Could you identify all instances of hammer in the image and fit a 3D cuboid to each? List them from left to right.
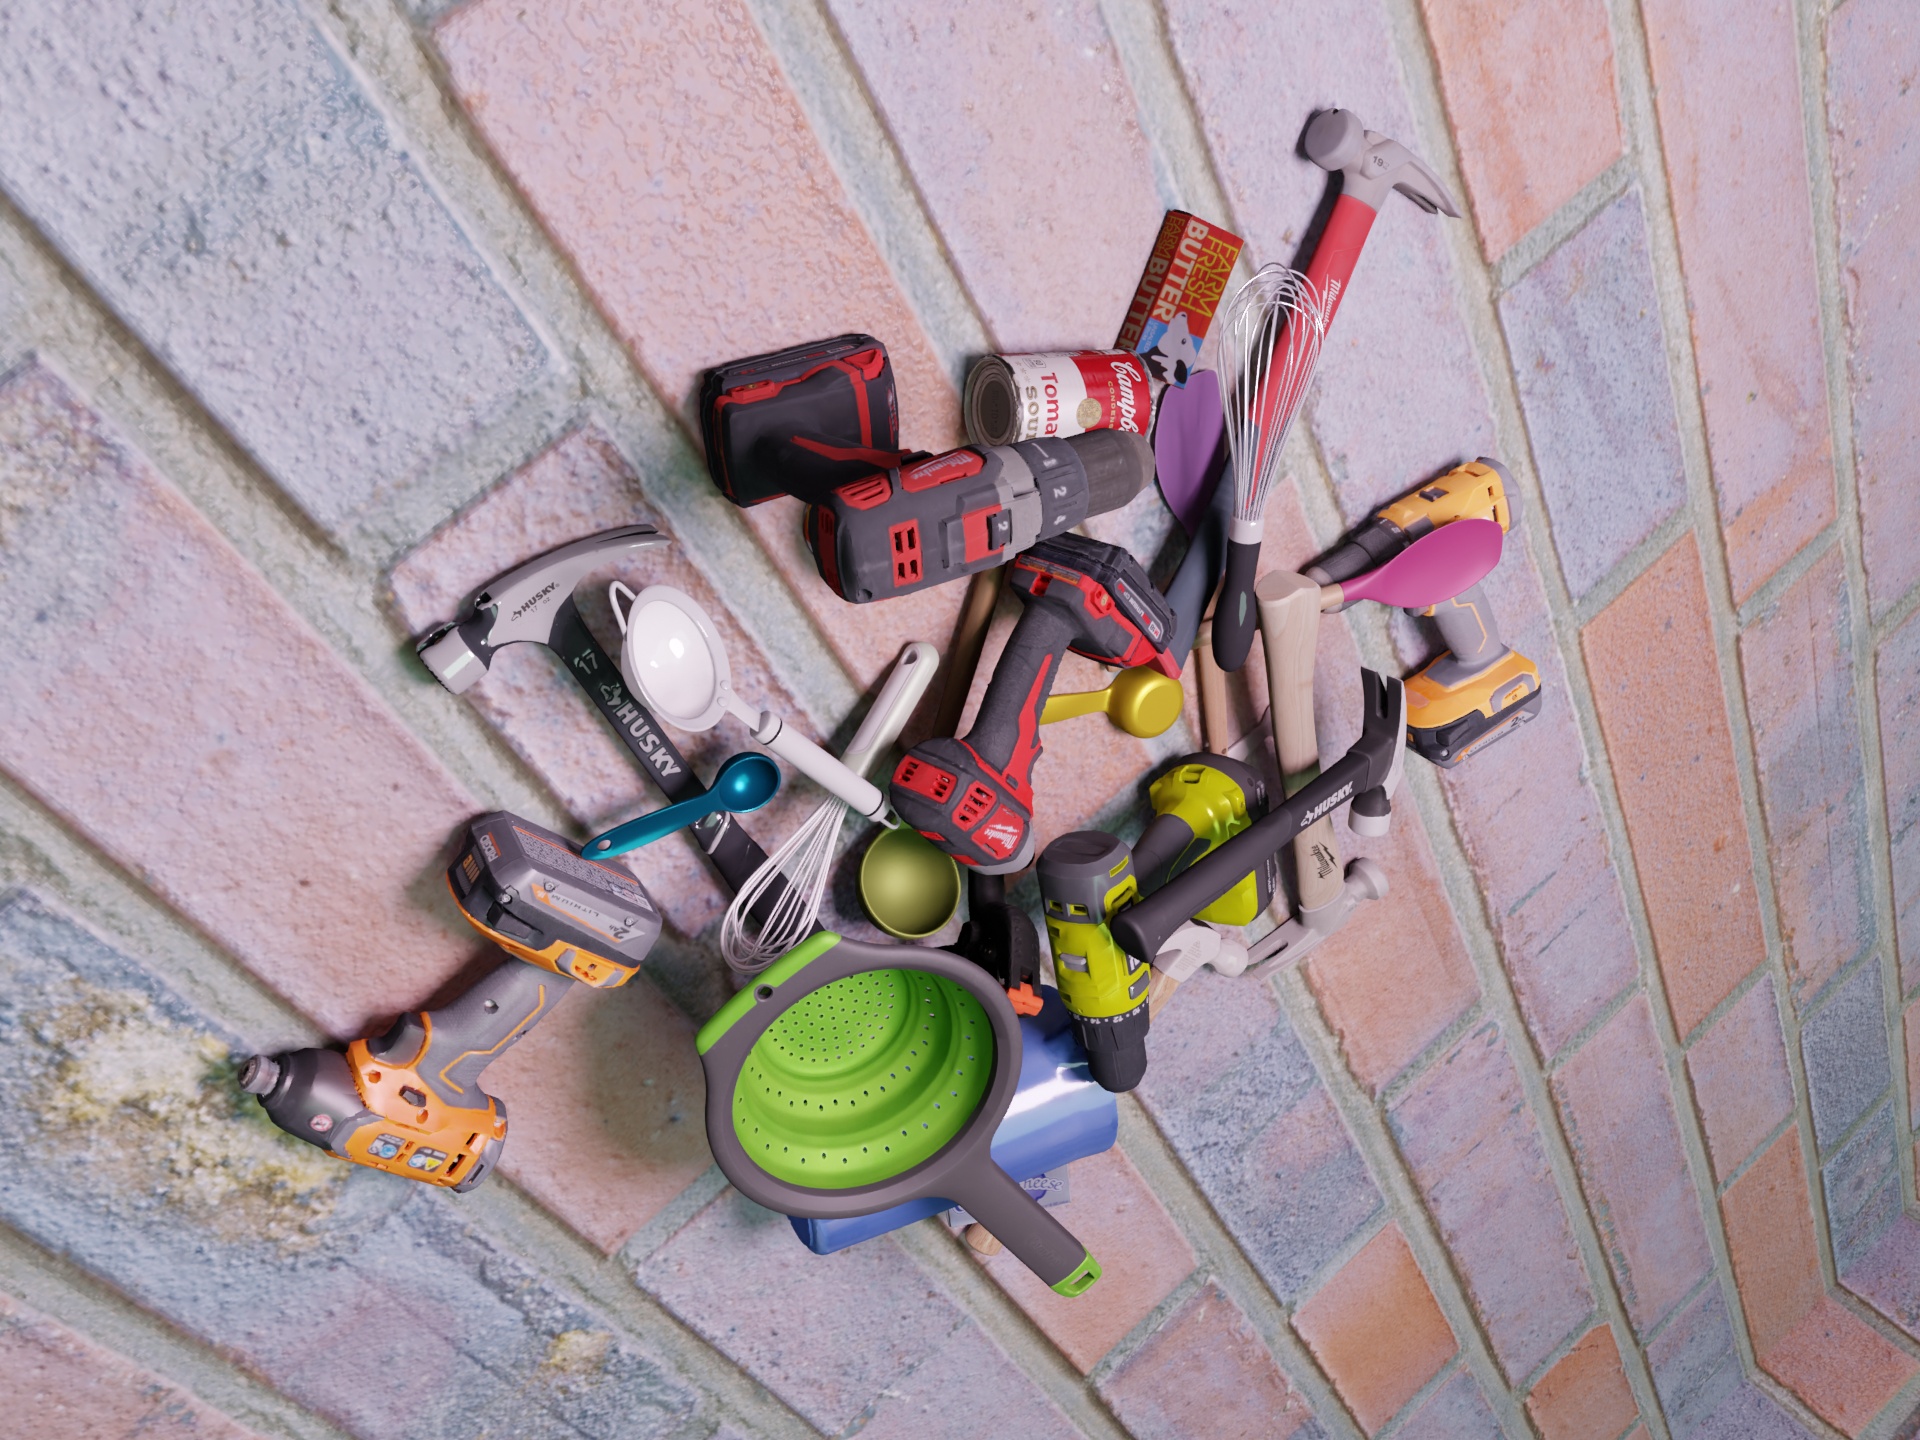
[{"bbox_3d":[-0.160,0.053,1.003,0.149,0.036,0.408,-40,130,-11],"label":"hammer"},{"bbox_3d":[0.105,0.301,1.312,0.130,0.031,0.331,30,96,-40],"label":"hammer"},{"bbox_3d":[0.219,0.077,1.127,0.335,0.035,0.146,-28,130,-39],"label":"hammer"},{"bbox_3d":[0.223,-0.207,1.102,0.143,0.038,0.386,14,102,-40],"label":"hammer"},{"bbox_3d":[0.259,0.049,1.241,0.146,0.038,0.410,-34,137,-13],"label":"hammer"}]

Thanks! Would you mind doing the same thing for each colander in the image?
[{"bbox_3d":[-0.027,0.261,1.059,0.204,0.095,0.396,-39,123,0],"label":"colander"}]

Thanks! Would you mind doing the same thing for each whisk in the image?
[{"bbox_3d":[-0.080,0.052,1.017,0.059,0.058,0.246,43,69,-40],"label":"whisk"},{"bbox_3d":[0.191,-0.157,1.043,0.070,0.070,0.284,-16,126,-26],"label":"whisk"}]

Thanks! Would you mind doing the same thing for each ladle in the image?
[{"bbox_3d":[-0.002,-0.003,1.065,0.078,0.062,0.320,10,106,-28],"label":"ladle"}]

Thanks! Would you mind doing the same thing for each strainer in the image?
[{"bbox_3d":[-0.122,0.002,0.936,0.050,0.087,0.258,-24,134,34],"label":"strainer"}]

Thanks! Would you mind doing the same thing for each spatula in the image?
[{"bbox_3d":[0.176,-0.099,1.155,0.060,0.018,0.315,-25,124,-21],"label":"spatula"}]

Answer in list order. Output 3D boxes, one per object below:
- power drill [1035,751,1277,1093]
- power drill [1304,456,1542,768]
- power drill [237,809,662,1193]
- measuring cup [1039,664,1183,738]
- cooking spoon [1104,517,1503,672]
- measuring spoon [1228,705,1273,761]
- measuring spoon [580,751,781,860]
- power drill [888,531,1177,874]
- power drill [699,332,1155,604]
[{"bbox_3d":[0.144,0.140,1.153,0.228,0.080,0.190,-34,121,-45],"label":"power drill"},{"bbox_3d":[0.367,-0.073,1.259,0.185,0.084,0.226,-29,123,-12],"label":"power drill"},{"bbox_3d":[-0.302,0.169,0.941,0.164,0.084,0.226,33,97,-40],"label":"power drill"},{"bbox_3d":[0.097,-0.007,1.143,0.156,0.029,0.062,-10,119,-32],"label":"measuring cup"},{"bbox_3d":[0.254,-0.087,1.166,0.319,0.017,0.068,-17,129,-9],"label":"cooking spoon"},{"bbox_3d":[0.225,0.027,1.255,0.124,0.018,0.034,-40,130,-9],"label":"measuring spoon"},{"bbox_3d":[-0.171,0.051,0.964,0.128,0.021,0.042,-23,132,-14],"label":"measuring spoon"},{"bbox_3d":[0.049,-0.004,1.042,0.220,0.079,0.143,-60,142,-10],"label":"power drill"},{"bbox_3d":[-0.025,-0.142,0.861,0.188,0.227,0.080,-20,124,-24],"label":"power drill"}]
